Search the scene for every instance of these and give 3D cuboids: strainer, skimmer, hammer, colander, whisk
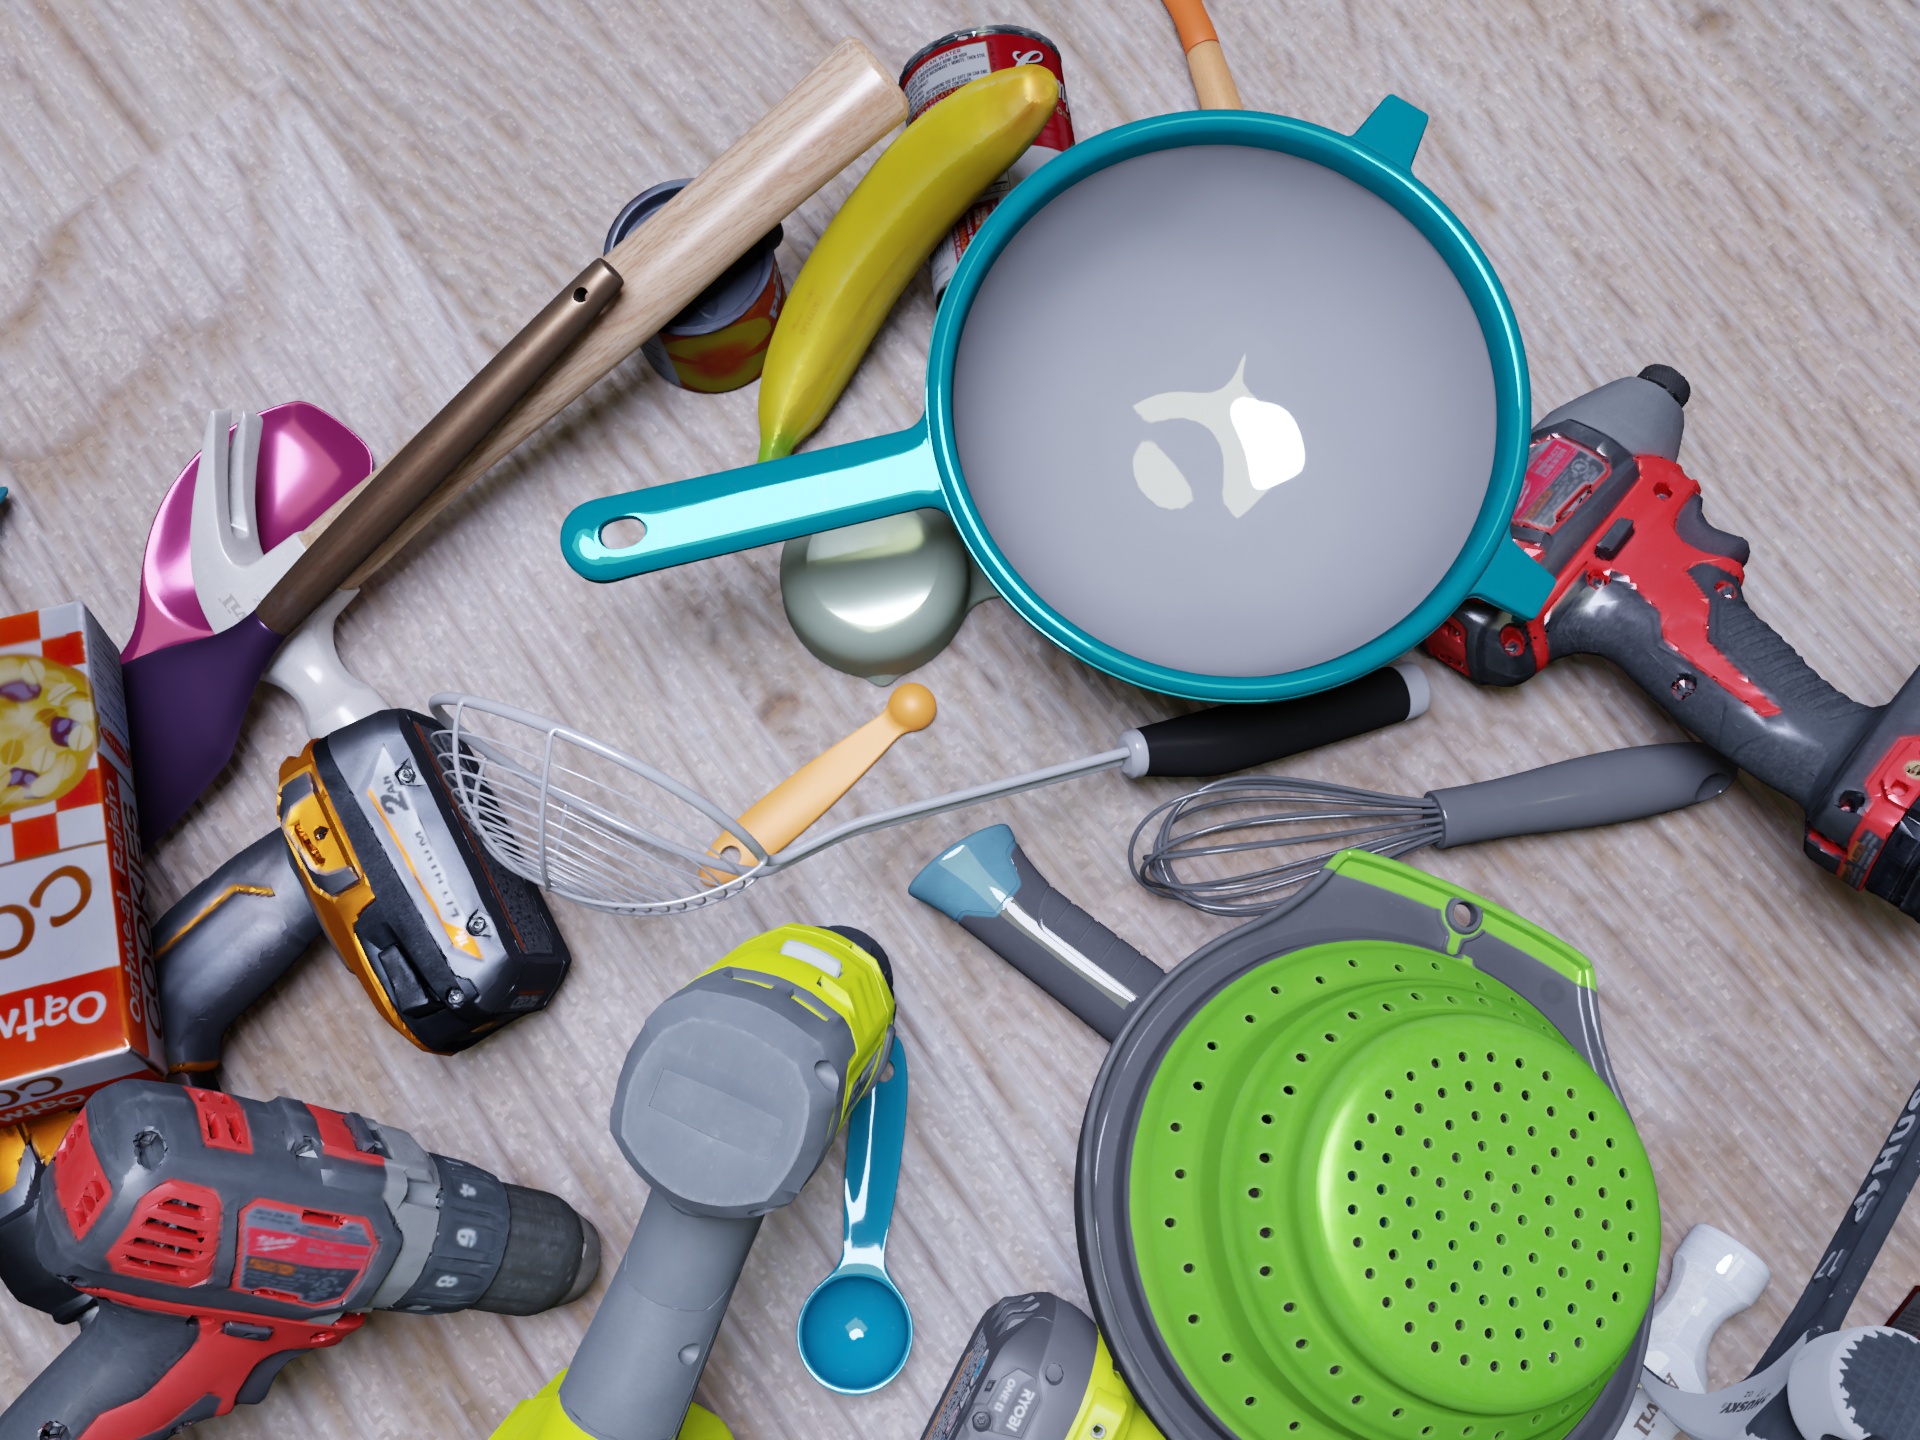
[{"bbox_3d":[0.029,-0.092,0.586,0.340,0.095,0.211,-13,84,-3],"label":"strainer"},{"bbox_3d":[-0.001,-0.002,0.583,0.363,0.127,0.090,-13,79,-14],"label":"skimmer"},{"bbox_3d":[-0.157,-0.133,0.595,0.331,0.031,0.130,-39,91,9],"label":"hammer"},{"bbox_3d":[0.112,0.222,0.468,0.204,0.094,0.397,25,71,-1],"label":"colander"},{"bbox_3d":[0.122,0.148,0.585,0.331,0.033,0.128,37,80,8],"label":"hammer"},{"bbox_3d":[0.181,0.034,0.601,0.239,0.055,0.055,-9,79,-6],"label":"whisk"},{"bbox_3d":[0.356,0.083,0.542,0.036,0.149,0.409,38,67,15],"label":"hammer"}]

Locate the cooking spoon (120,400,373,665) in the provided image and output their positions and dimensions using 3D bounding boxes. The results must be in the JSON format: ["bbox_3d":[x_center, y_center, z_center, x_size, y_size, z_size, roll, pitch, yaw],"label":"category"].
[{"bbox_3d":[-0.347,0.005,0.628,0.068,0.017,0.319,37,81,-5],"label":"cooking spoon"}]

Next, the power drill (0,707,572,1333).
[{"bbox_3d":[-0.264,0.112,0.576,0.226,0.084,0.164,-29,80,0],"label":"power drill"}]

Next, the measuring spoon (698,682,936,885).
[{"bbox_3d":[-0.056,0.025,0.622,0.117,0.011,0.021,-40,81,-7],"label":"measuring spoon"}]

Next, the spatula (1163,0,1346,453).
[{"bbox_3d":[0.109,-0.263,0.664,0.081,0.041,0.323,-15,80,-3],"label":"spatula"}]

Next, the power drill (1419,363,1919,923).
[{"bbox_3d":[0.286,-0.040,0.572,0.220,0.078,0.143,37,81,31],"label":"power drill"}]

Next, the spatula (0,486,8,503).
[{"bbox_3d":[-0.377,0.043,0.567,0.082,0.044,0.318,-23,65,3],"label":"spatula"}]

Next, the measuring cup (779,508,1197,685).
[{"bbox_3d":[0.011,-0.061,0.625,0.167,0.038,0.083,-4,79,1],"label":"measuring cup"}]

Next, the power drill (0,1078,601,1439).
[{"bbox_3d":[-0.241,0.232,0.524,0.080,0.187,0.226,33,91,46],"label":"power drill"}]

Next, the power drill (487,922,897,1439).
[{"bbox_3d":[-0.085,0.174,0.522,0.080,0.190,0.228,23,94,5],"label":"power drill"}]

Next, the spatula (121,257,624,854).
[{"bbox_3d":[-0.239,-0.056,0.587,0.316,0.018,0.060,-42,94,10],"label":"spatula"}]

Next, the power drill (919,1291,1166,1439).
[{"bbox_3d":[0.082,0.310,0.532,0.223,0.080,0.171,28,80,3],"label":"power drill"}]

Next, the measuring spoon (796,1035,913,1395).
[{"bbox_3d":[-0.033,0.181,0.592,0.042,0.021,0.129,5,70,3],"label":"measuring spoon"}]
